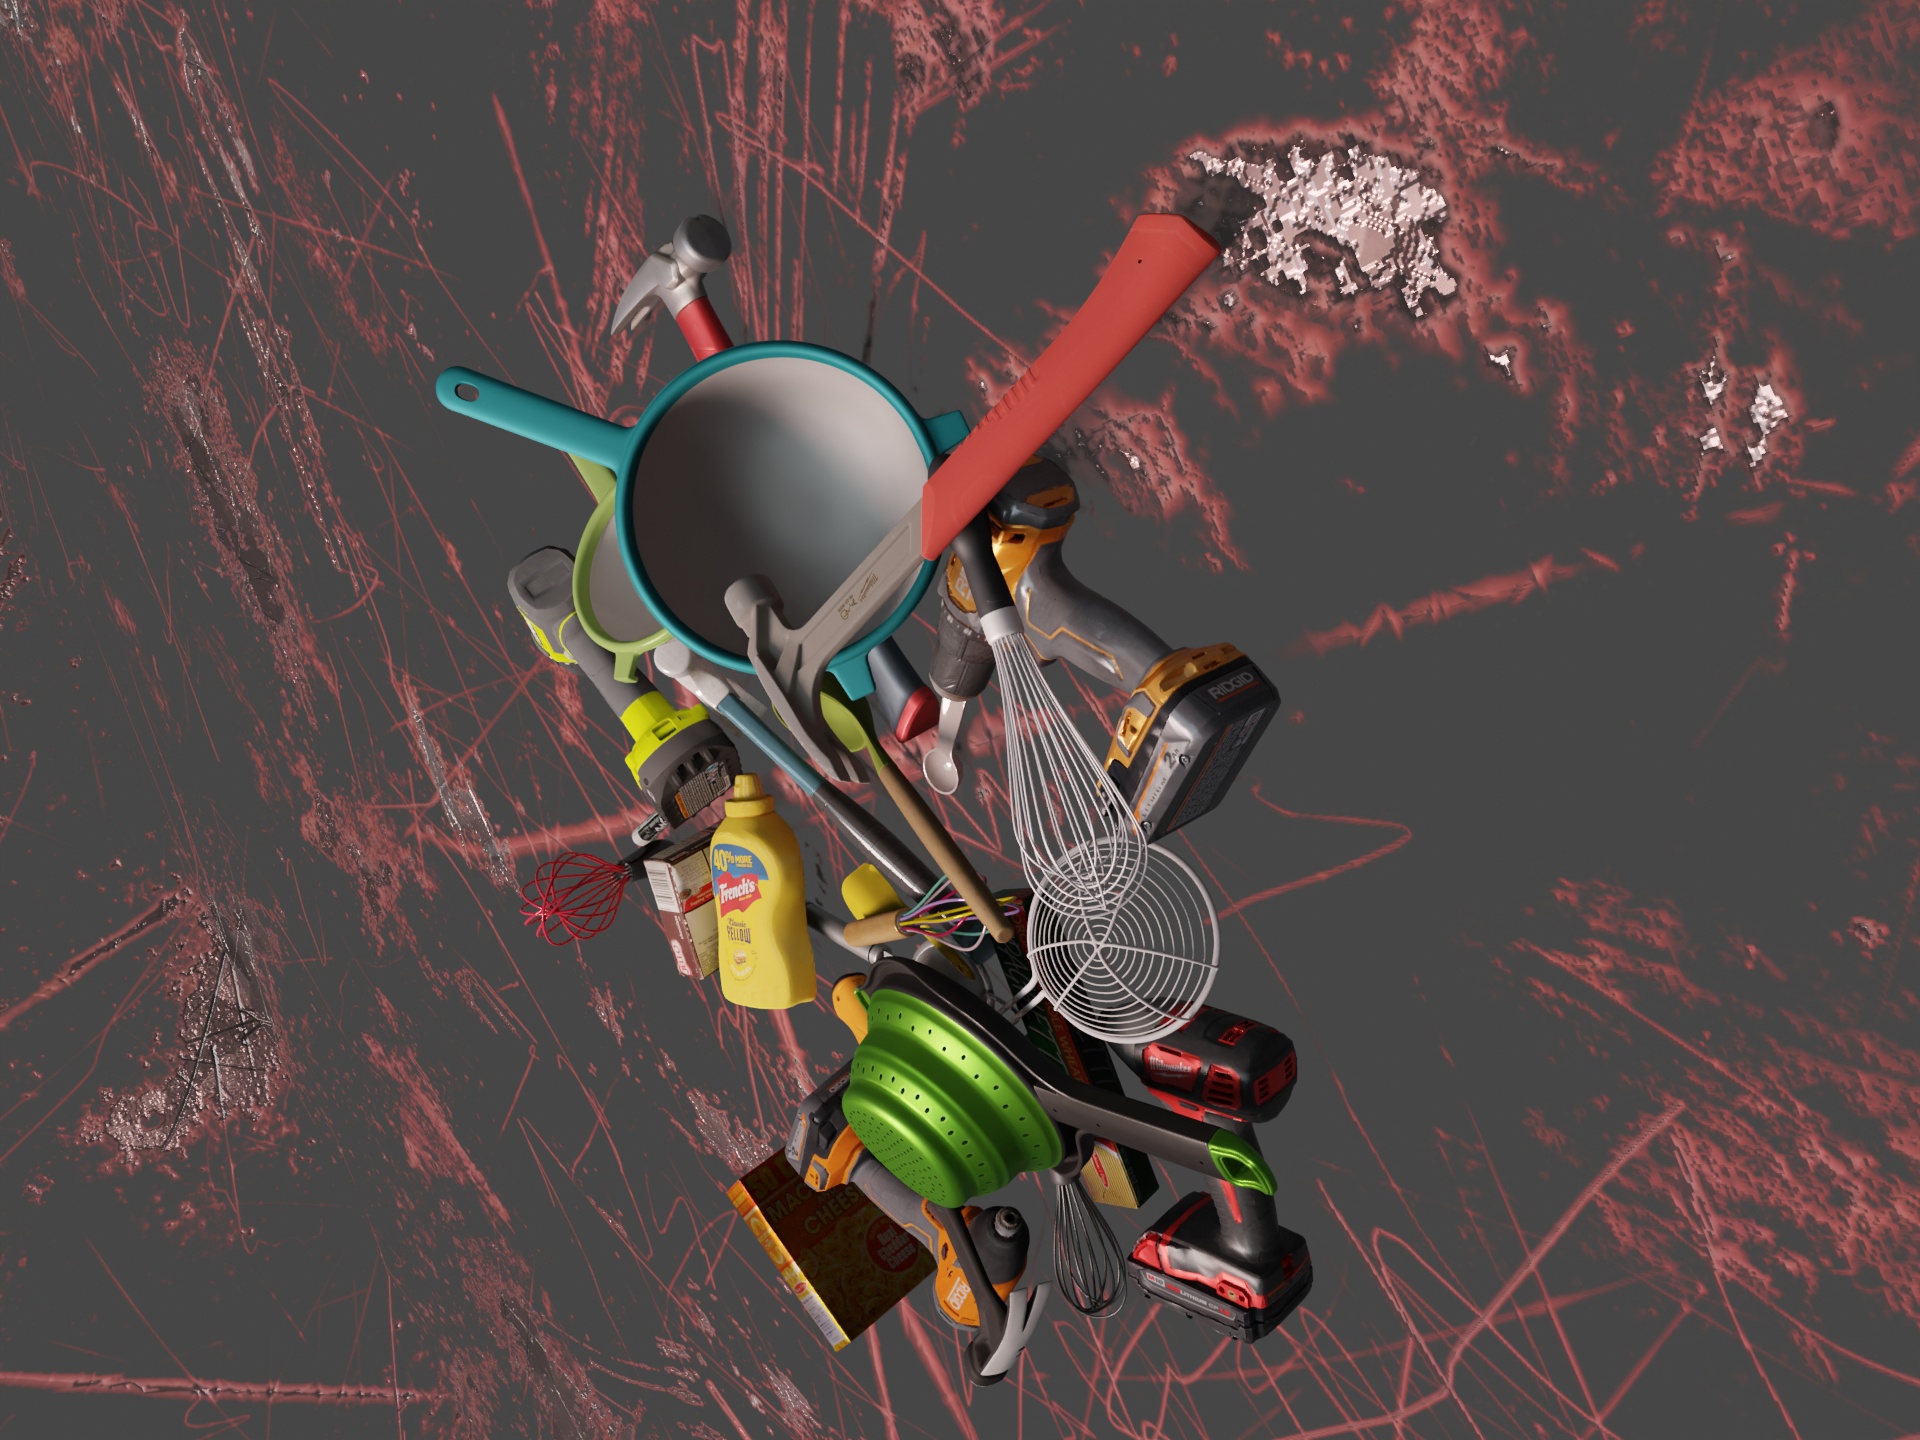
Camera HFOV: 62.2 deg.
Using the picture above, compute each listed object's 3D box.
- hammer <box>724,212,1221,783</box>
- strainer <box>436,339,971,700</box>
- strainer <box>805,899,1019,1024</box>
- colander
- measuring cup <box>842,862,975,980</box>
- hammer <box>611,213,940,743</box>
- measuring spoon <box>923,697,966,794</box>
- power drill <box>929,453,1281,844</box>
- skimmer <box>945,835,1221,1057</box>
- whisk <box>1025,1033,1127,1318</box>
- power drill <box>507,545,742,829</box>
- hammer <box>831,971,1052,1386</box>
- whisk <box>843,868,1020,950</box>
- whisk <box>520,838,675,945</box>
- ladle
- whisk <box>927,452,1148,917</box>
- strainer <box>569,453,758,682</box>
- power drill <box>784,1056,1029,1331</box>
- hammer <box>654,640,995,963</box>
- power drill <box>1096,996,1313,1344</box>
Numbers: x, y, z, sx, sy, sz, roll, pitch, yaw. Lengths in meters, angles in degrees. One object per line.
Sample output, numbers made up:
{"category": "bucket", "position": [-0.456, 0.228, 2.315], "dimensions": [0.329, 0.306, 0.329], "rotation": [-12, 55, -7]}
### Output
{"category": "hammer", "position": [0.011, -0.128, 0.880], "dimensions": [0.359, 0.036, 0.149], "rotation": [-45, 64, 23]}
{"category": "strainer", "position": [-0.172, -0.158, 1.045], "dimensions": [0.340, 0.095, 0.211], "rotation": [21, 94, 2]}
{"category": "strainer", "position": [-0.061, 0.193, 1.275], "dimensions": [0.259, 0.050, 0.087], "rotation": [22, 111, 42]}
{"category": "colander", "position": [0.034, 0.271, 1.041], "dimensions": [0.397, 0.094, 0.204], "rotation": [3, 132, 53]}
{"category": "measuring cup", "position": [-0.042, 0.162, 1.212], "dimensions": [0.157, 0.029, 0.062], "rotation": [35, 152, 47]}
{"category": "hammer", "position": [-0.128, -0.156, 1.140], "dimensions": [0.143, 0.038, 0.386], "rotation": [-27, 91, 52]}
{"category": "measuring spoon", "position": [-0.002, -0.004, 1.116], "dimensions": [0.034, 0.018, 0.124], "rotation": [32, 126, 31]}
{"category": "power drill", "position": [0.068, -0.029, 0.971], "dimensions": [0.226, 0.084, 0.185], "rotation": [47, 139, 24]}
{"category": "skimmer", "position": [0.063, 0.187, 1.090], "dimensions": [0.127, 0.090, 0.363], "rotation": [62, 155, 15]}
{"category": "whisk", "position": [0.082, 0.346, 1.206], "dimensions": [0.055, 0.055, 0.239], "rotation": [-1, 107, 48]}
{"category": "power drill", "position": [-0.283, -0.024, 1.333], "dimensions": [0.228, 0.080, 0.190], "rotation": [50, 166, 12]}
{"category": "hammer", "position": [-0.027, 0.329, 1.228], "dimensions": [0.337, 0.034, 0.127], "rotation": [60, 145, 38]}
{"category": "whisk", "position": [-0.032, 0.140, 1.124], "dimensions": [0.051, 0.047, 0.245], "rotation": [48, 152, -9]}
{"category": "whisk", "position": [-0.294, 0.133, 1.340], "dimensions": [0.073, 0.296, 0.073], "rotation": [1, 94, 9]}
{"category": "ladle", "position": [-0.048, 0.057, 1.084], "dimensions": [0.078, 0.062, 0.320], "rotation": [56, 176, -41]}
{"category": "whisk", "position": [0.036, -0.025, 0.908], "dimensions": [0.070, 0.070, 0.285], "rotation": [-33, 73, 51]}
{"category": "strainer", "position": [-0.235, -0.146, 1.198], "dimensions": [0.151, 0.069, 0.257], "rotation": [-47, 52, 13]}
{"category": "power drill", "position": [-0.037, 0.392, 1.332], "dimensions": [0.227, 0.084, 0.164], "rotation": [40, 140, 18]}
{"category": "hammer", "position": [-0.096, 0.062, 1.202], "dimensions": [0.331, 0.033, 0.128], "rotation": [42, 177, 12]}
{"category": "power drill", "position": [0.160, 0.289, 1.064], "dimensions": [0.143, 0.078, 0.219], "rotation": [10, 116, 44]}
